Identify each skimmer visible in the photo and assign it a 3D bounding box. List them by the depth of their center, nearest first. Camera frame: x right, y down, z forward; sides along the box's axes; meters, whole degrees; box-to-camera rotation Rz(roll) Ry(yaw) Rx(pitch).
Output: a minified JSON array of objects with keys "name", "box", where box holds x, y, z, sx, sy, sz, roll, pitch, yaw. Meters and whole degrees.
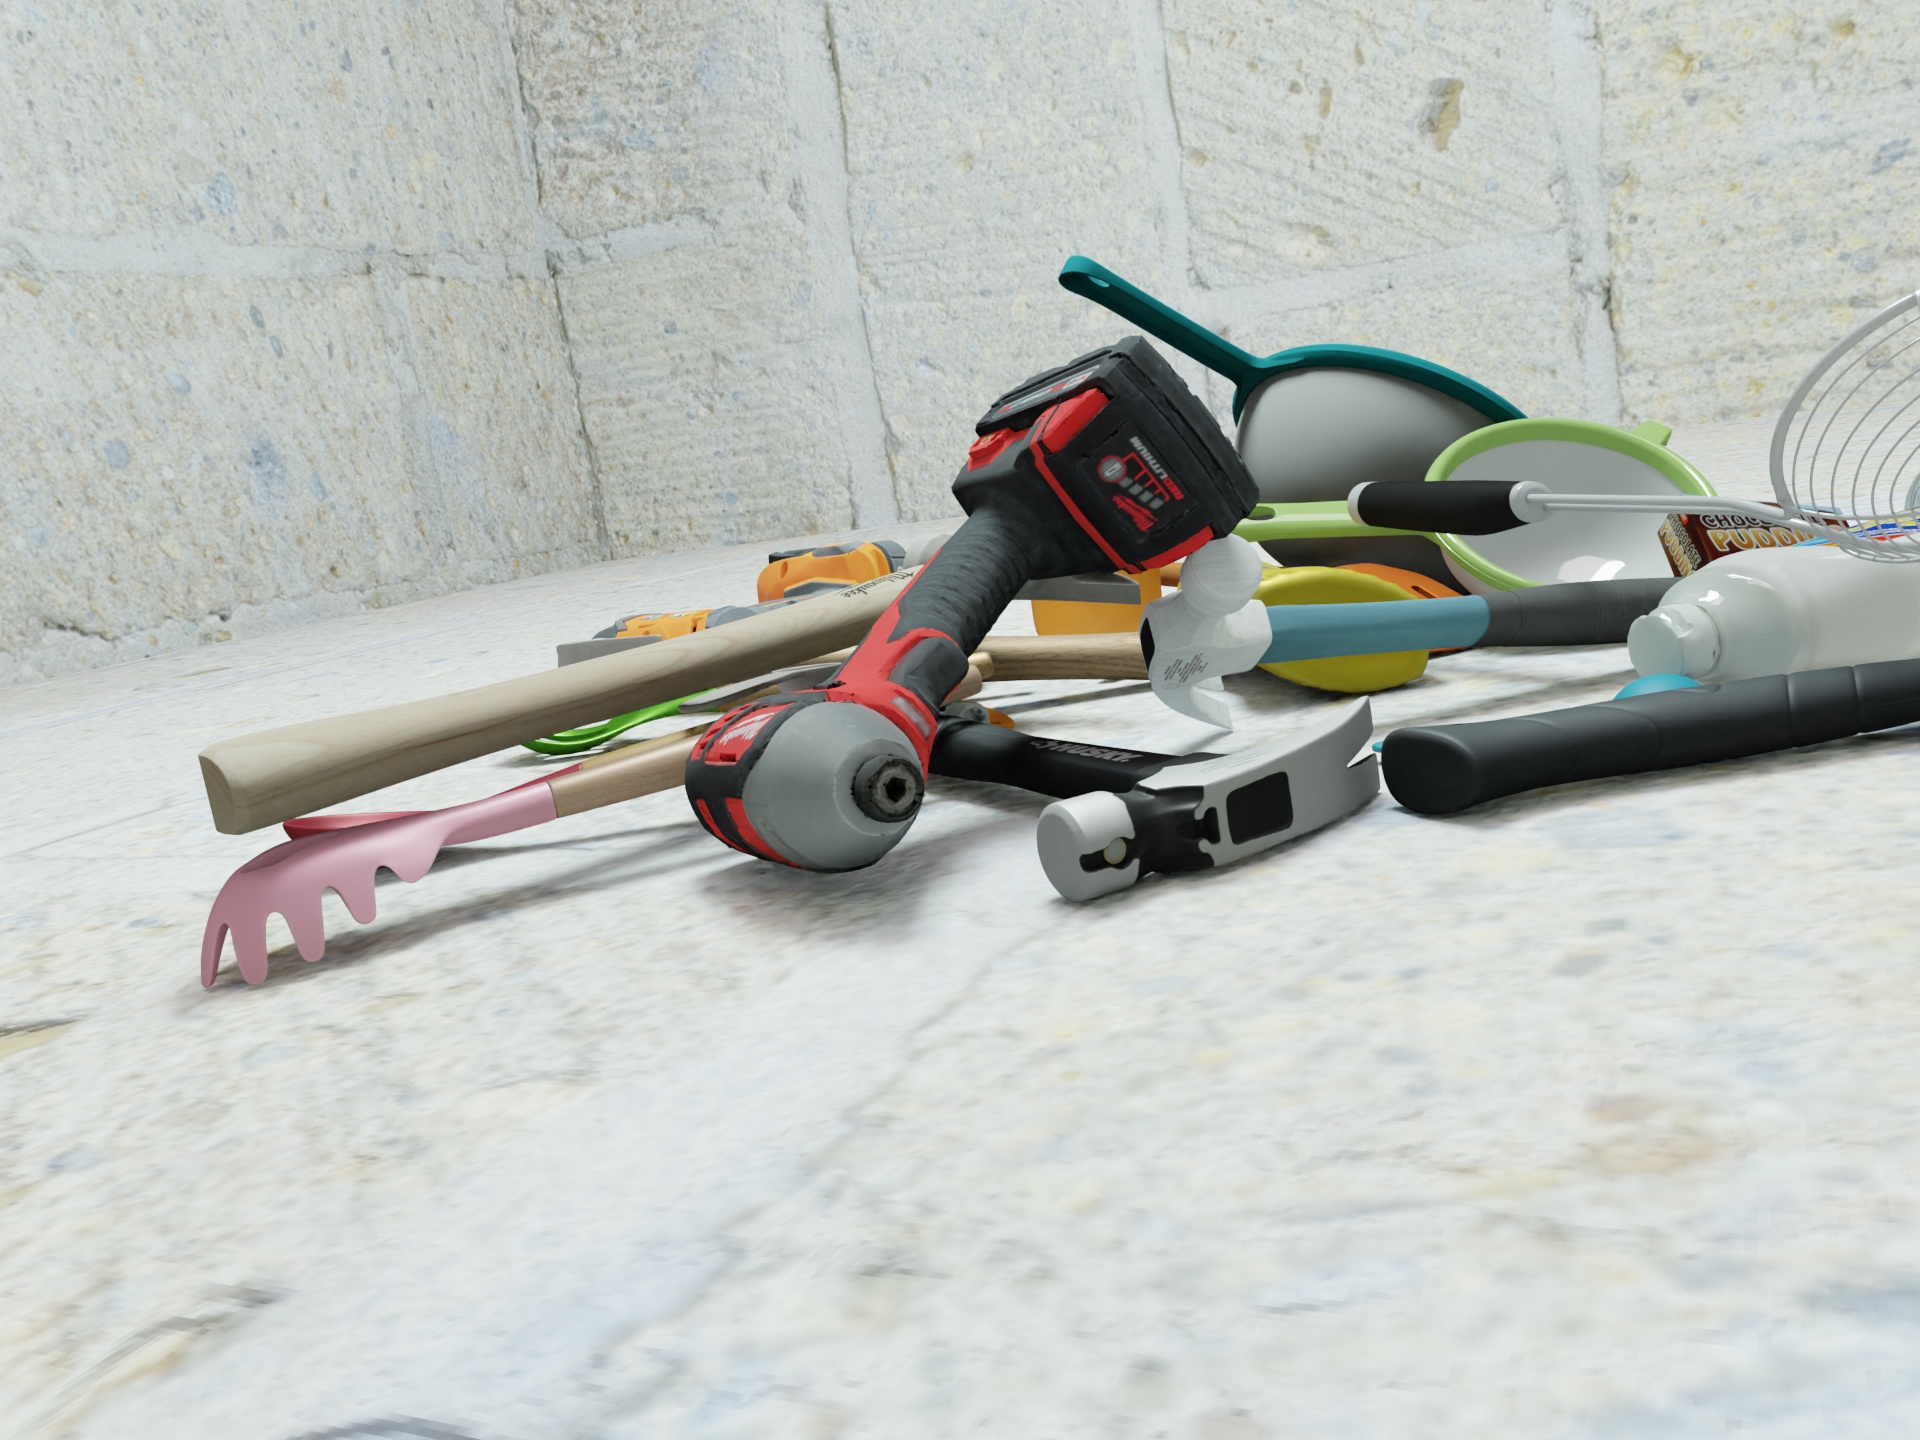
[{"name":"skimmer","box":[0.289,-0.115,0.650,0.127,0.090,0.363,24,-3,-24]}]

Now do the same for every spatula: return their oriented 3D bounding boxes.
[{"name":"spatula","box":[0.192,-0.076,0.966,0.081,0.041,0.323,-10,11,-26]}]

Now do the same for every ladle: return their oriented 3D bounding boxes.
[{"name":"ladle","box":[-0.138,0.017,0.694,0.315,0.031,0.069,-15,4,0]}]

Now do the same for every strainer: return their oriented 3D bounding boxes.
[{"name":"strainer","box":[0.265,-0.090,0.847,0.256,0.069,0.152,-1,46,5]},{"name":"strainer","box":[0.194,-0.157,0.953,0.340,0.095,0.211,28,-15,-11]}]

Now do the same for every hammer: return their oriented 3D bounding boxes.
[{"name":"hammer","box":[0.348,-0.017,0.547,0.409,0.036,0.149,-9,9,-2]},{"name":"hammer","box":[0.022,0.013,0.656,0.146,0.035,0.335,-14,11,-27]},{"name":"hammer","box":[-0.101,-0.026,0.669,0.410,0.038,0.146,-20,18,-41]},{"name":"hammer","box":[0.235,-0.044,0.689,0.331,0.033,0.128,-4,-23,-13]},{"name":"hammer","box":[-0.047,-0.032,0.844,0.331,0.031,0.130,-1,3,-5]}]

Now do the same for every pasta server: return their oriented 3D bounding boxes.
[{"name":"pasta server","box":[-0.130,0.031,0.614,0.316,0.040,0.060,-17,12,-24]}]

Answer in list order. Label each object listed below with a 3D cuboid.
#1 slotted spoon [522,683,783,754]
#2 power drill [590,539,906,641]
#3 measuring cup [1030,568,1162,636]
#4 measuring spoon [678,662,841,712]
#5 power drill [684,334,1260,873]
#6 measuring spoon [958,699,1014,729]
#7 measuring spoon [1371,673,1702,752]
[{"name":"slotted spoon","box":[-0.114,-0.014,0.918,0.314,0.031,0.070,-7,27,8]},{"name":"power drill","box":[-0.152,-0.064,1.117,0.164,0.084,0.226,-2,16,37]},{"name":"measuring cup","box":[0.049,-0.070,1.054,0.173,0.052,0.095,-9,10,10]},{"name":"measuring spoon","box":[-0.092,-0.010,0.732,0.034,0.018,0.124,-5,8,25]},{"name":"power drill","box":[0.001,-0.035,0.577,0.220,0.078,0.143,-48,18,-18]},{"name":"measuring spoon","box":[-0.001,-0.003,0.844,0.021,0.011,0.117,-9,13,-24]},{"name":"measuring spoon","box":[0.222,-0.003,0.605,0.128,0.021,0.042,-5,10,8]}]
